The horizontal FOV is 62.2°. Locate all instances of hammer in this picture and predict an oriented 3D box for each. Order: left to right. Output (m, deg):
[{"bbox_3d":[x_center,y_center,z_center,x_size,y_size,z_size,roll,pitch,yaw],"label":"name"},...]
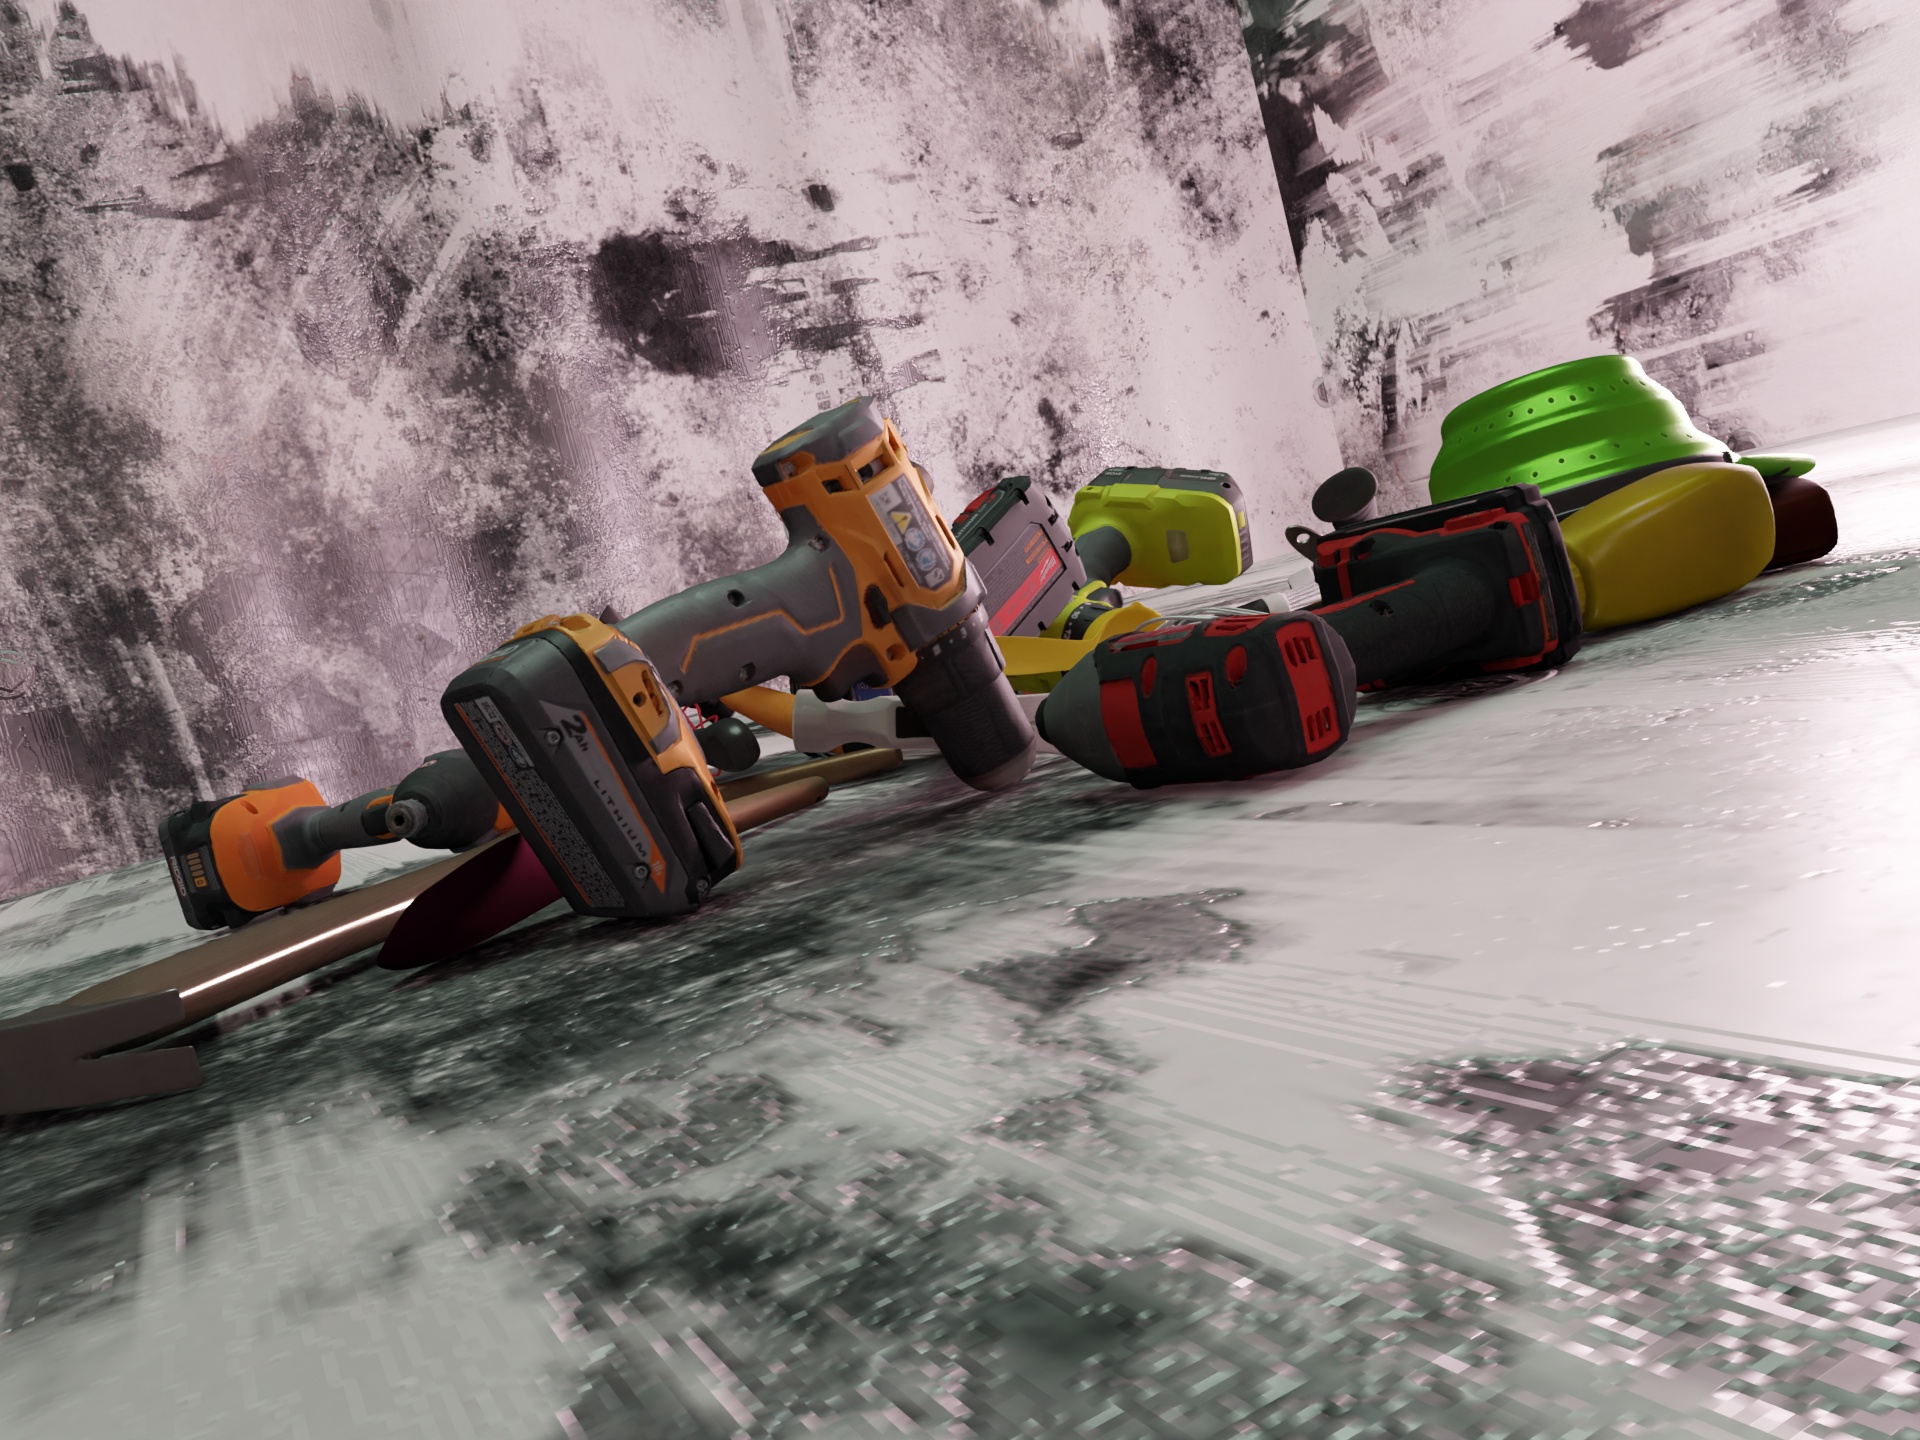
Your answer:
[{"bbox_3d":[-0.250,0.085,0.700,0.146,0.038,0.410,-11,5,20],"label":"hammer"},{"bbox_3d":[-0.143,-0.016,1.069,0.127,0.034,0.337,35,-10,-31],"label":"hammer"},{"bbox_3d":[-0.001,-0.003,0.907,0.130,0.031,0.331,1,2,5],"label":"hammer"},{"bbox_3d":[0.313,-0.147,1.232,0.149,0.036,0.409,-26,-8,14],"label":"hammer"}]

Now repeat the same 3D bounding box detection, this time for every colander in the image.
[{"bbox_3d":[0.285,-0.125,0.957,0.204,0.094,0.397,-9,-8,-43],"label":"colander"}]

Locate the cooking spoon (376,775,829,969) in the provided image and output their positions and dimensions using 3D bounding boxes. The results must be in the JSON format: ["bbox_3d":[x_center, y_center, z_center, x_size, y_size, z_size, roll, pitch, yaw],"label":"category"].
[{"bbox_3d":[-0.143,0.058,0.731,0.068,0.017,0.319,-54,-15,21],"label":"cooking spoon"}]

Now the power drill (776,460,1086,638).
[{"bbox_3d":[-0.029,-0.104,1.020,0.227,0.080,0.188,6,47,48],"label":"power drill"}]

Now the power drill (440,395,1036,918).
[{"bbox_3d":[-0.072,-0.007,0.659,0.226,0.185,0.084,-41,19,-34],"label":"power drill"}]

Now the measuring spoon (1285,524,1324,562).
[{"bbox_3d":[0.262,-0.104,1.059,0.124,0.018,0.034,27,-48,-25],"label":"measuring spoon"}]

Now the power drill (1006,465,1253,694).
[{"bbox_3d":[0.106,-0.089,1.071,0.191,0.080,0.228,8,36,35],"label":"power drill"}]

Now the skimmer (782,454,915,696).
[{"bbox_3d":[-0.078,-0.111,1.246,0.127,0.090,0.364,-20,32,7],"label":"skimmer"}]

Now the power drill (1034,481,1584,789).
[{"bbox_3d":[0.140,-0.029,0.649,0.219,0.078,0.143,-21,7,-36],"label":"power drill"}]

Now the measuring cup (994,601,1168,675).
[{"bbox_3d":[0.052,-0.037,0.914,0.156,0.062,0.029,-1,1,-23],"label":"measuring cup"}]

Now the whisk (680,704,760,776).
[{"bbox_3d":[-0.167,0.017,1.018,0.073,0.073,0.296,-16,3,-19],"label":"whisk"}]

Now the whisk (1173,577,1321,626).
[{"bbox_3d":[0.253,-0.088,1.133,0.284,0.070,0.070,-19,5,-10],"label":"whisk"}]

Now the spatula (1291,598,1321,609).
[{"bbox_3d":[0.214,-0.078,1.195,0.322,0.041,0.081,-12,47,-20],"label":"spatula"}]

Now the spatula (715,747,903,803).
[{"bbox_3d":[-0.183,0.057,0.947,0.316,0.018,0.060,-14,5,15],"label":"spatula"}]

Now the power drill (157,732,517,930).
[{"bbox_3d":[-0.379,0.066,0.998,0.226,0.084,0.164,-15,4,13],"label":"power drill"}]

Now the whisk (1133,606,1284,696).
[{"bbox_3d":[0.198,-0.045,0.842,0.246,0.059,0.058,-6,47,37],"label":"whisk"}]
